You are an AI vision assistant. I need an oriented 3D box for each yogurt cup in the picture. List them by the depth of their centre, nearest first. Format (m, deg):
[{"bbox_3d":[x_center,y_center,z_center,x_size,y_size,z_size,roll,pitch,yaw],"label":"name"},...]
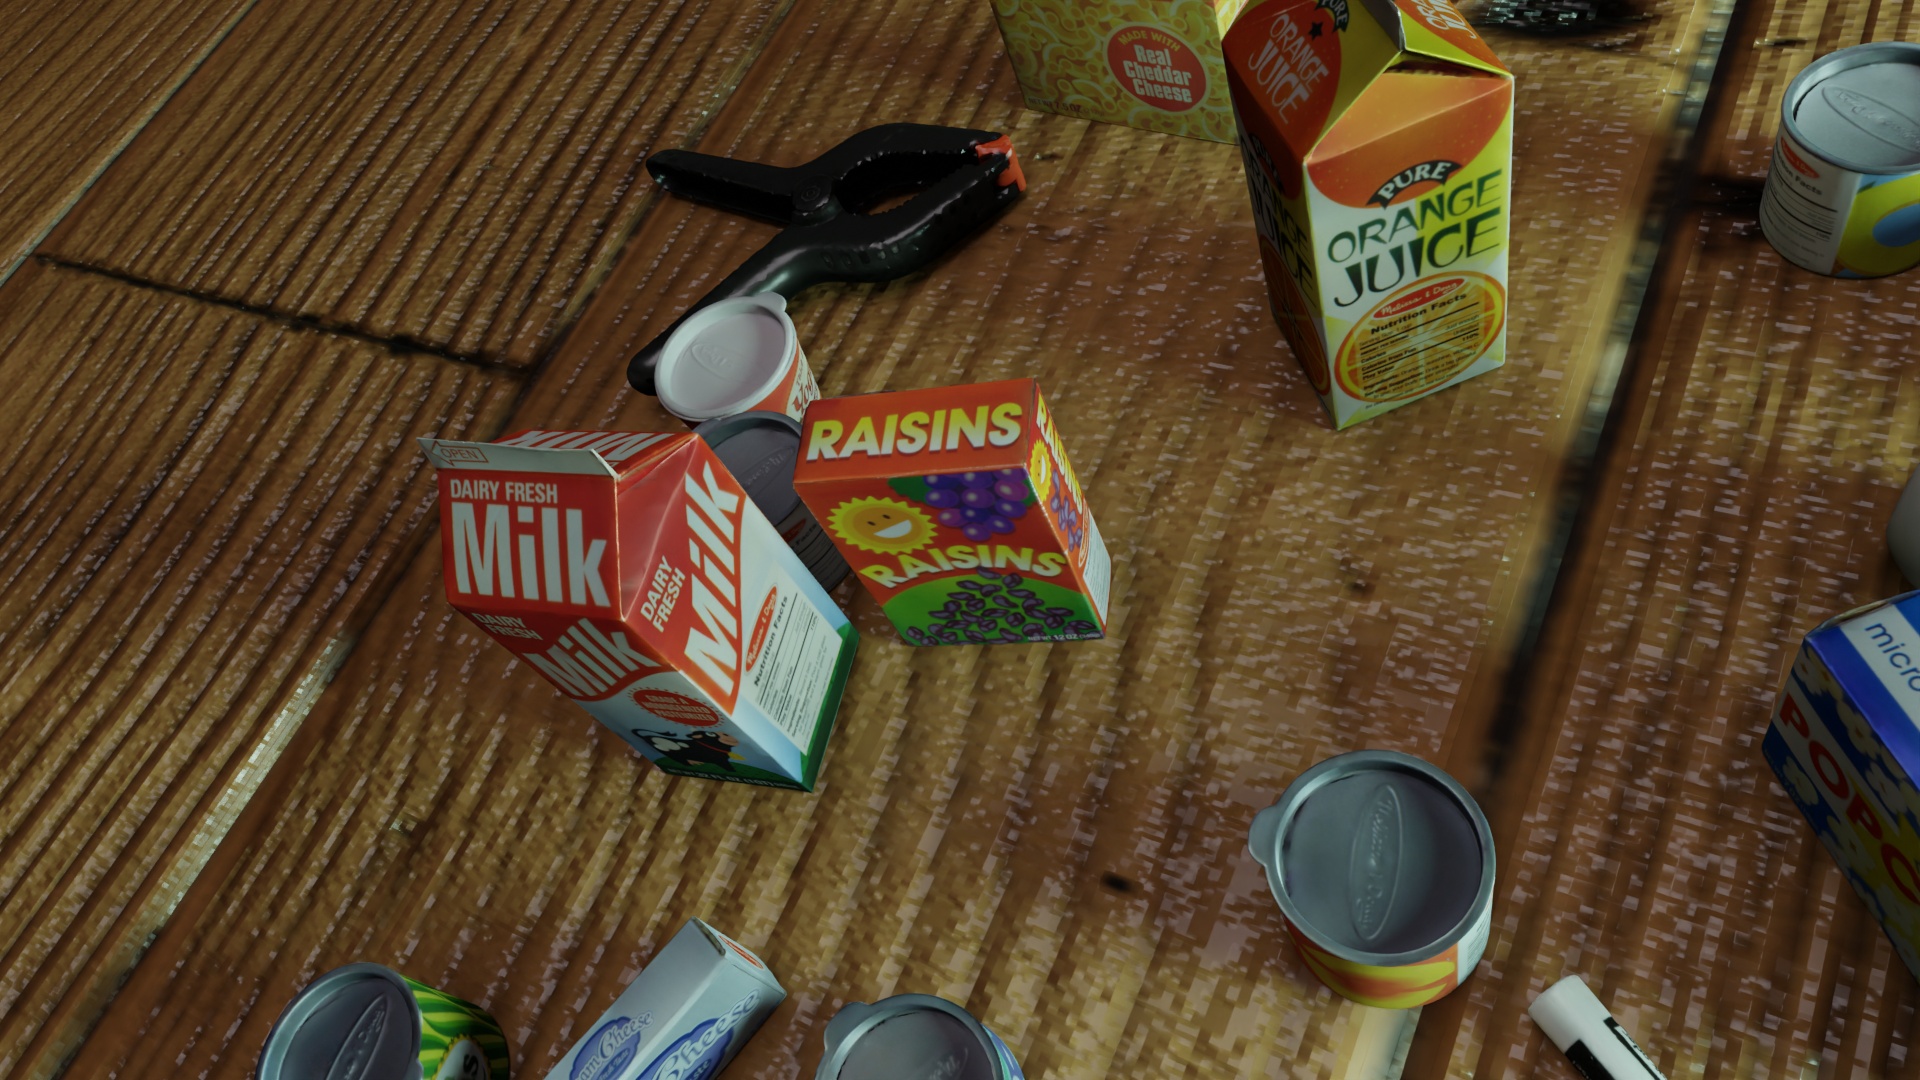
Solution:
[{"bbox_3d":[-0.097,-0.069,0.633,0.072,0.053,0.073,-9,56,15],"label":"yogurt cup"}]

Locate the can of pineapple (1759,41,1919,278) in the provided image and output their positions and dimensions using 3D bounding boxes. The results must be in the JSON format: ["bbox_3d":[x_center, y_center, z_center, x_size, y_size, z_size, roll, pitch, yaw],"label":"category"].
[{"bbox_3d":[0.340,-0.141,0.516,0.071,0.057,0.071,-9,56,15],"label":"can of pineapple"}]

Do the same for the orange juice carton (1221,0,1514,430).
[{"bbox_3d":[0.146,-0.131,0.498,0.073,0.192,0.072,-22,54,6],"label":"orange juice carton"}]

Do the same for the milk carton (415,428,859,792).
[{"bbox_3d":[-0.110,0.019,0.497,0.072,0.189,0.074,4,61,22],"label":"milk carton"}]

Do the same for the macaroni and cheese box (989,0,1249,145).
[{"bbox_3d":[0.067,-0.261,0.626,0.124,0.166,0.040,20,68,29],"label":"macaroni and cheese box"}]

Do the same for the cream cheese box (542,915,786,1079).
[{"bbox_3d":[-0.110,0.182,0.477,0.024,0.053,0.104,35,75,34],"label":"cream cheese box"}]

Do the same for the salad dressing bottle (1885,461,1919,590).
[{"bbox_3d":[0.313,-0.031,0.400,0.064,0.147,0.044,-25,54,4],"label":"salad dressing bottle"}]

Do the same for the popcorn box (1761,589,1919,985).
[{"bbox_3d":[0.276,0.087,0.377,0.038,0.085,0.127,-23,54,6],"label":"popcorn box"}]

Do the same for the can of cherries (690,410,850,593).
[{"bbox_3d":[-0.083,-0.014,0.590,0.071,0.058,0.072,-9,56,15],"label":"can of cherries"}]

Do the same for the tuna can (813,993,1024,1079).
[{"bbox_3d":[-0.014,0.184,0.454,0.071,0.032,0.071,-9,56,15],"label":"tuna can"}]

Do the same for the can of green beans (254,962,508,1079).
[{"bbox_3d":[-0.208,0.194,0.503,0.071,0.057,0.071,-9,56,15],"label":"can of green beans"}]

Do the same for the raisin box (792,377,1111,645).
[{"bbox_3d":[0.002,-0.006,0.514,0.086,0.123,0.040,-3,58,19],"label":"raisin box"}]

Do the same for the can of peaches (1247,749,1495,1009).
[{"bbox_3d":[0.129,0.107,0.435,0.071,0.058,0.071,-9,56,15],"label":"can of peaches"}]
